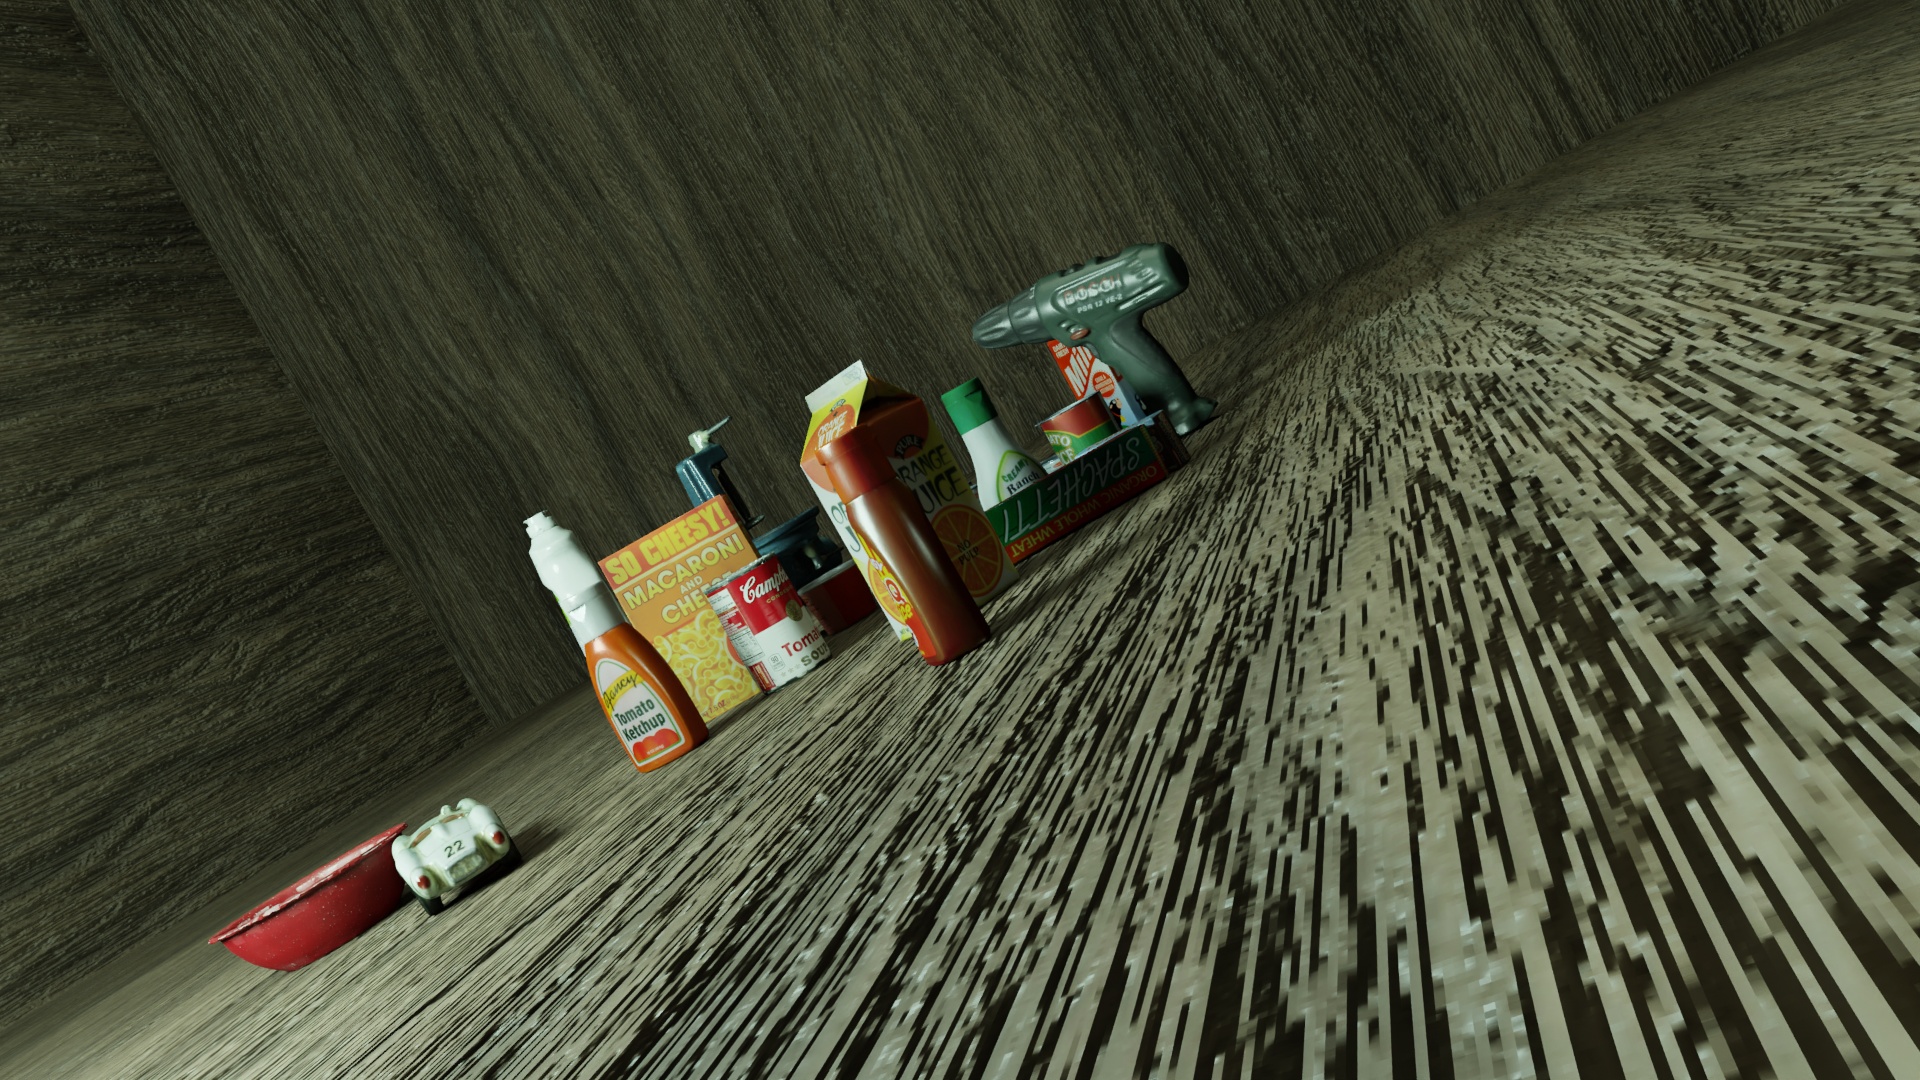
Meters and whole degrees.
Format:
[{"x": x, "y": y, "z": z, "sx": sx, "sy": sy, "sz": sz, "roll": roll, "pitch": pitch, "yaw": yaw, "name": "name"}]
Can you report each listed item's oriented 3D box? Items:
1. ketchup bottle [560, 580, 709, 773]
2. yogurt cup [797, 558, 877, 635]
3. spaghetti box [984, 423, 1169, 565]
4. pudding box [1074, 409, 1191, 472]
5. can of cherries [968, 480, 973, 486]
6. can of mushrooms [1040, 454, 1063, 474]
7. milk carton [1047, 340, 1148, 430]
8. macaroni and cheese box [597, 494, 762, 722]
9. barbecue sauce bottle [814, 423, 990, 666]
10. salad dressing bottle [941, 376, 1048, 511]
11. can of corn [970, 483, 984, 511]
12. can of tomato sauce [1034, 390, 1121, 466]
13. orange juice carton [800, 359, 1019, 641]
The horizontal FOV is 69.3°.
[{"x": -0.257, "y": 0.103, "z": 1.078, "sx": 0.064, "sy": 0.148, "sz": 0.044, "roll": -28, "pitch": 4, "yaw": 21, "name": "ketchup bottle"}, {"x": -0.117, "y": 0.056, "z": 1.355, "sx": 0.072, "sy": 0.054, "sz": 0.072, "roll": -29, "pitch": 4, "yaw": 2, "name": "yogurt cup"}, {"x": 0.049, "y": -0.012, "z": 1.108, "sx": 0.250, "sy": 0.050, "sz": 0.028, "roll": -30, "pitch": 4, "yaw": -8, "name": "spaghetti box"}, {"x": 0.144, "y": -0.070, "z": 1.164, "sx": 0.083, "sy": 0.049, "sz": 0.030, "roll": -26, "pitch": 5, "yaw": 35, "name": "pudding box"}, {"x": -0.005, "y": -0.024, "z": 1.533, "sx": 0.071, "sy": 0.058, "sz": 0.071, "roll": -29, "pitch": 4, "yaw": 2, "name": "can of cherries"}, {"x": 0.121, "y": -0.085, "z": 1.598, "sx": 0.071, "sy": 0.033, "sz": 0.071, "roll": -29, "pitch": 4, "yaw": 2, "name": "can of mushrooms"}, {"x": 0.167, "y": -0.199, "z": 1.573, "sx": 0.074, "sy": 0.190, "sz": 0.072, "roll": -32, "pitch": 5, "yaw": -36, "name": "milk carton"}, {"x": -0.219, "y": 0.061, "z": 1.214, "sx": 0.124, "sy": 0.166, "sz": 0.040, "roll": -29, "pitch": 4, "yaw": -2, "name": "macaroni and cheese box"}, {"x": -0.036, "y": 0.002, "z": 0.835, "sx": 0.044, "sy": 0.148, "sz": 0.065, "roll": -30, "pitch": 4, "yaw": -9, "name": "barbecue sauce bottle"}, {"x": 0.034, "y": -0.065, "z": 1.173, "sx": 0.064, "sy": 0.147, "sz": 0.044, "roll": -31, "pitch": 4, "yaw": -24, "name": "salad dressing bottle"}, {"x": 0.005, "y": -0.017, "z": 1.395, "sx": 0.071, "sy": 0.058, "sz": 0.071, "roll": -29, "pitch": 4, "yaw": 2, "name": "can of corn"}, {"x": 0.122, "y": -0.092, "z": 1.334, "sx": 0.071, "sy": 0.083, "sz": 0.071, "roll": -29, "pitch": 4, "yaw": 2, "name": "can of tomato sauce"}, {"x": -0.046, "y": -0.032, "z": 0.998, "sx": 0.071, "sy": 0.192, "sz": 0.073, "roll": -25, "pitch": 6, "yaw": 46, "name": "orange juice carton"}]
